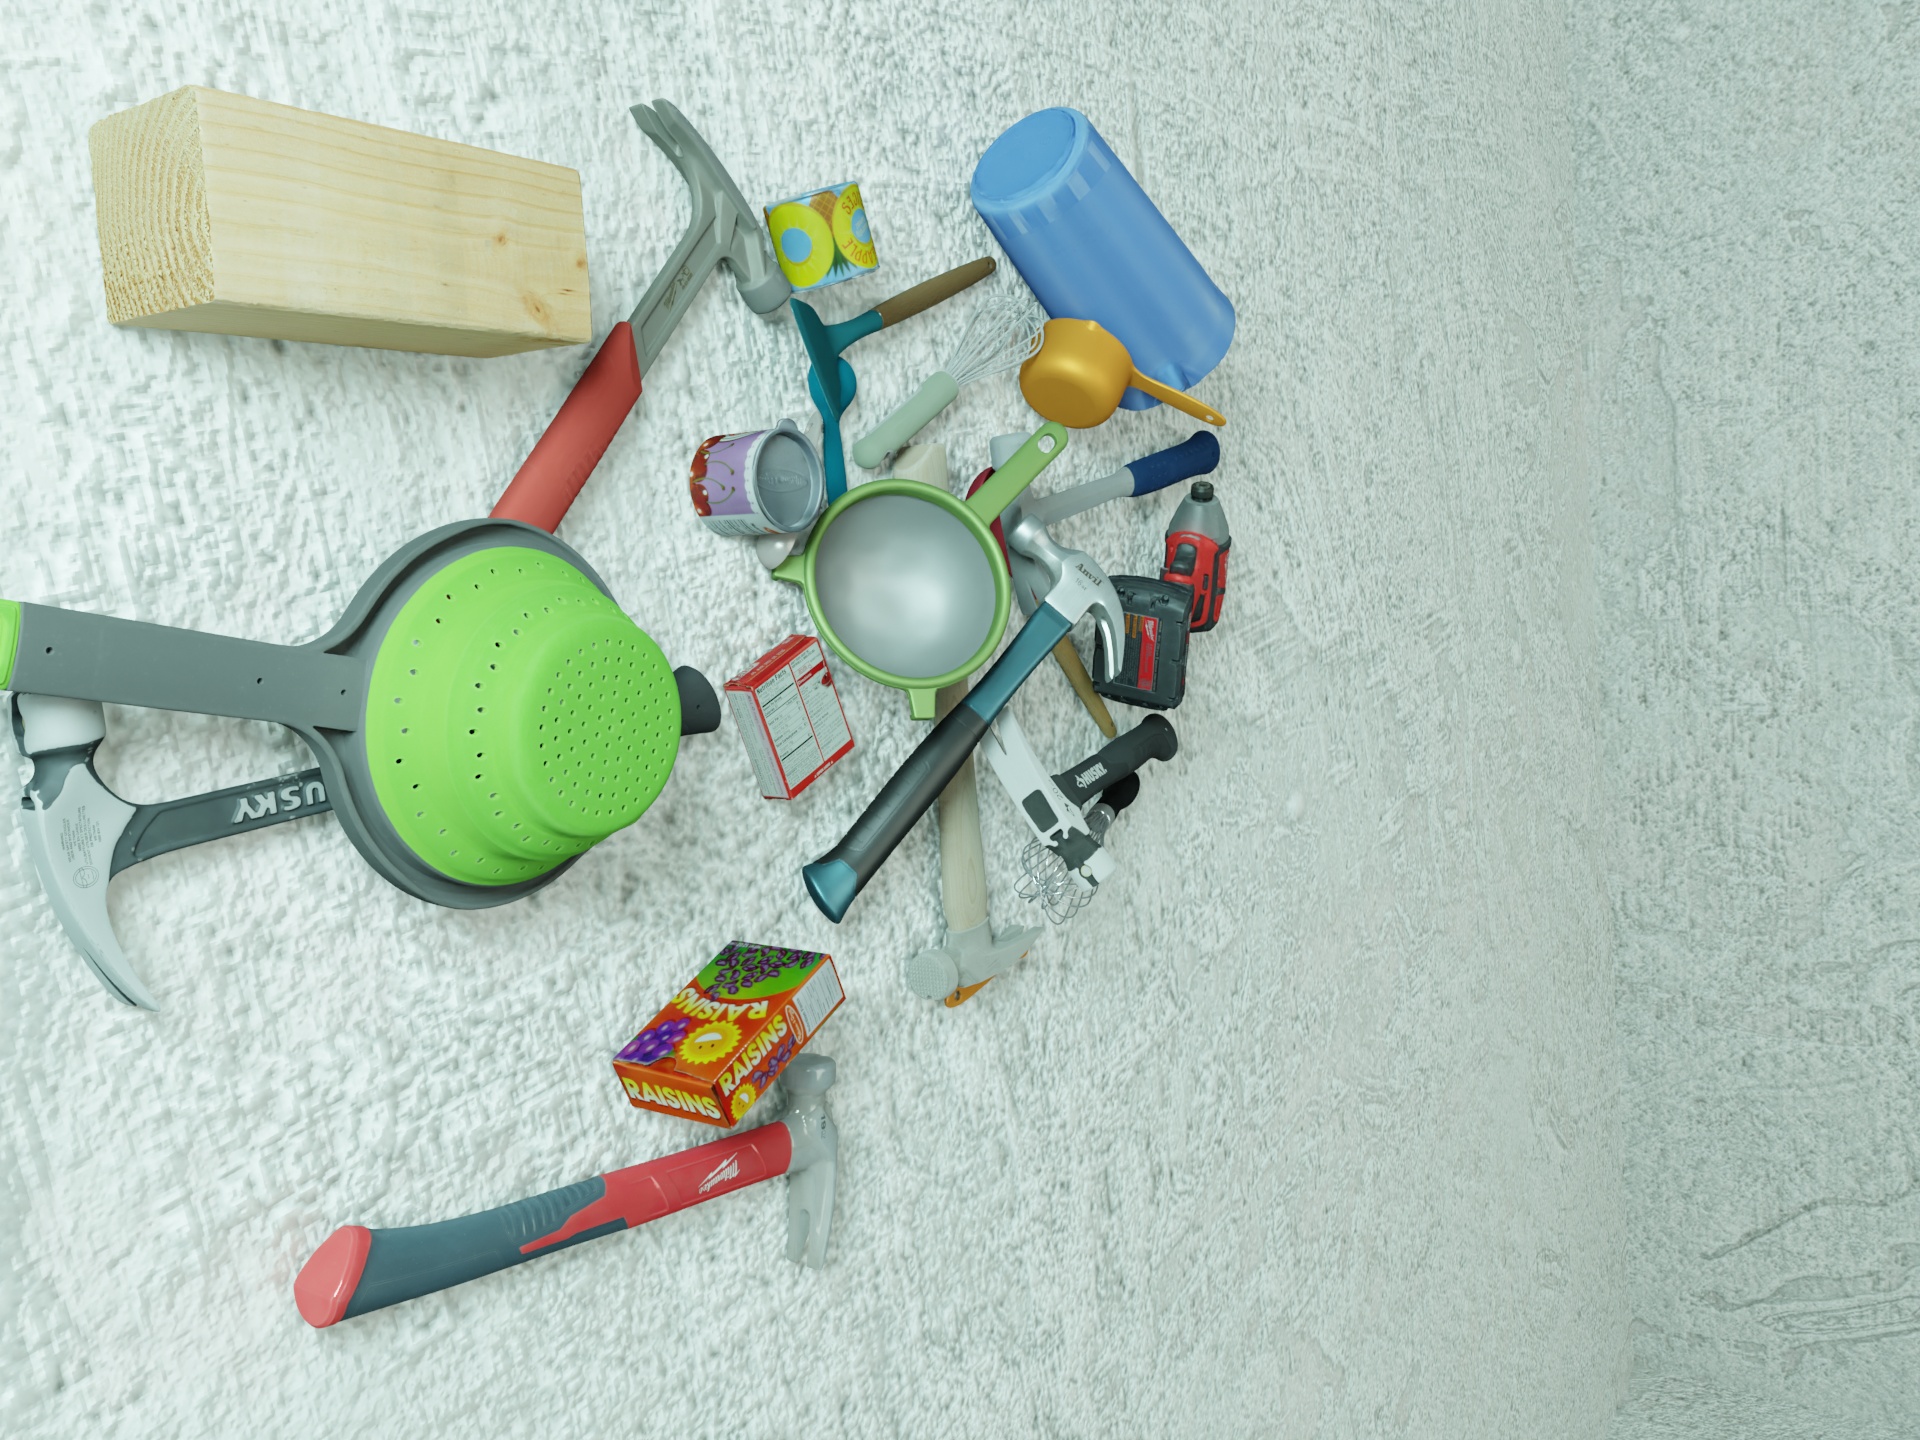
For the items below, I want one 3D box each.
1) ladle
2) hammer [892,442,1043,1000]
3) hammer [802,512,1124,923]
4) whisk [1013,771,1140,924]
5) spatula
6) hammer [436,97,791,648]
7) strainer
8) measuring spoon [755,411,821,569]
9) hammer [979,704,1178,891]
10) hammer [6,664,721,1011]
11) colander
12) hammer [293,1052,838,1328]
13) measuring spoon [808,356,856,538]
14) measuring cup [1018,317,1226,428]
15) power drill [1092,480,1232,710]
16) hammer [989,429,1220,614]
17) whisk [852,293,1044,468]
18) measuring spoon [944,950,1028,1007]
[{"bbox_3d":[0.071,-0.087,1.324,0.315,0.031,0.069,57,47,-41],"label":"ladle"},{"bbox_3d":[-0.002,-0.004,1.215,0.146,0.038,0.410,-17,105,-55],"label":"hammer"},{"bbox_3d":[0.000,0.006,1.138,0.128,0.033,0.331,40,71,-1],"label":"hammer"},{"bbox_3d":[0.108,0.094,1.325,0.284,0.070,0.070,-40,124,-64],"label":"whisk"},{"bbox_3d":[-0.039,-0.292,1.133,0.317,0.044,0.082,-45,119,-51],"label":"spatula"},{"bbox_3d":[-0.212,-0.190,0.914,0.149,0.037,0.359,53,50,-41],"label":"hammer"},{"bbox_3d":[-0.013,-0.123,1.133,0.151,0.069,0.256,45,64,-6],"label":"strainer"},{"bbox_3d":[-0.115,-0.158,1.062,0.018,0.034,0.124,28,62,-32],"label":"measuring spoon"},{"bbox_3d":[0.116,0.034,1.307,0.146,0.035,0.335,54,24,6],"label":"hammer"},{"bbox_3d":[-0.274,0.027,0.835,0.409,0.036,0.149,-16,105,-54],"label":"hammer"},{"bbox_3d":[-0.256,-0.009,0.741,0.396,0.094,0.204,11,85,-55],"label":"colander"},{"bbox_3d":[-0.206,0.299,0.935,0.386,0.038,0.143,0,92,-55],"label":"hammer"},{"bbox_3d":[-0.082,-0.192,1.108,0.042,0.021,0.128,-12,99,-54],"label":"measuring spoon"},{"bbox_3d":[0.129,-0.260,1.291,0.095,0.173,0.052,108,7,-67],"label":"measuring cup"},{"bbox_3d":[0.188,-0.114,1.410,0.220,0.078,0.143,-52,149,-52],"label":"power drill"},{"bbox_3d":[0.138,-0.199,1.378,0.405,0.035,0.144,-29,115,-56],"label":"hammer"},{"bbox_3d":[-0.008,-0.257,1.198,0.059,0.057,0.246,44,52,-3],"label":"whisk"},{"bbox_3d":[0.023,0.202,1.276,0.117,0.011,0.021,-27,113,-51],"label":"measuring spoon"}]
